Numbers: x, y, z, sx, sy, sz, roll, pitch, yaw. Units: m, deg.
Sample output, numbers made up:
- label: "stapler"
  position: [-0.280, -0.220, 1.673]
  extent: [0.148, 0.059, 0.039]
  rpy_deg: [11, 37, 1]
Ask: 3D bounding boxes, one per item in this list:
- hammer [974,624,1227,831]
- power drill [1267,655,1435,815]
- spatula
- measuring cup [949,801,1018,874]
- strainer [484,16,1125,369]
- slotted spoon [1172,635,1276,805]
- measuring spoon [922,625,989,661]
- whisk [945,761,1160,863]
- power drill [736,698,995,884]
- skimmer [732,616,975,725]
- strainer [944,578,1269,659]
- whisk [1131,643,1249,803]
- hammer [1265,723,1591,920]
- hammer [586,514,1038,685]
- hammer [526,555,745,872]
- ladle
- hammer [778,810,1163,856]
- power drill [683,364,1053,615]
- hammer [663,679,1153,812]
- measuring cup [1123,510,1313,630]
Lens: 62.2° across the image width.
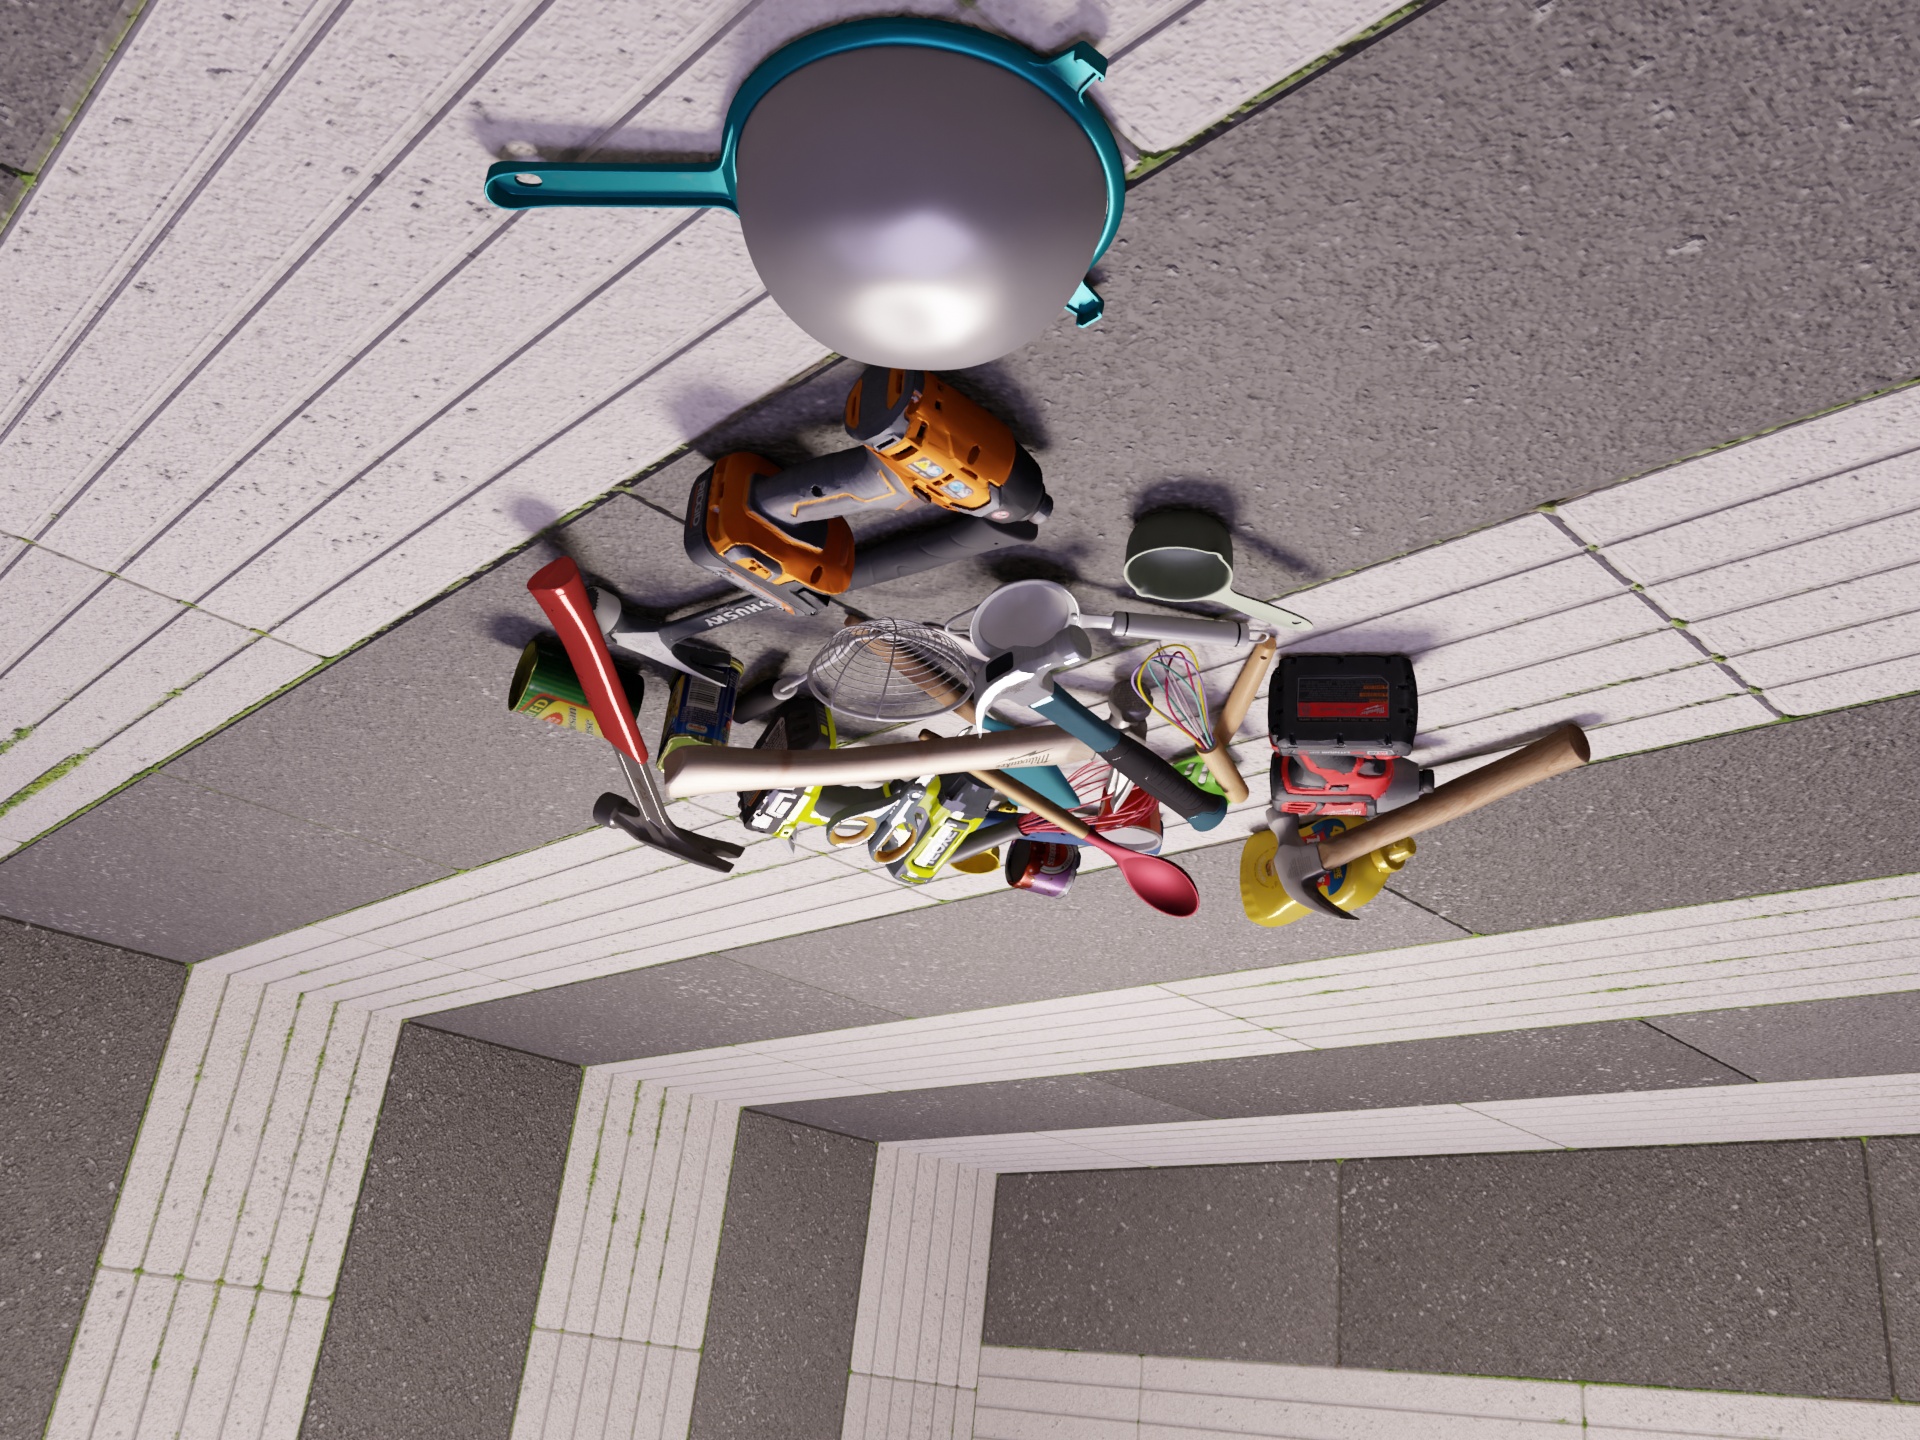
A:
- label: "hammer"
  position: [0.129, 0.022, 1.312]
  extent: [0.128, 0.033, 0.330]
  rpy_deg: [-22, 144, 30]
- label: "power drill"
  position: [0.330, 0.024, 1.344]
  extent: [0.143, 0.079, 0.219]
  rpy_deg: [0, 158, 14]
- label: "spatula"
  position: [-0.002, -0.004, 1.396]
  extent: [0.082, 0.044, 0.317]
  rpy_deg: [0, 154, 39]
- label: "measuring cup"
  position: [0.031, 0.117, 1.702]
  extent: [0.062, 0.029, 0.156]
  rpy_deg: [14, 143, -13]
- label: "strainer"
  position: [-0.087, -0.246, 0.820]
  extent: [0.340, 0.095, 0.210]
  rpy_deg: [3, 156, 6]
- label: "slotted spoon"
  position: [0.234, 0.006, 1.386]
  extent: [0.070, 0.031, 0.313]
  rpy_deg: [14, 154, 3]
- label: "measuring spoon"
  position: [0.017, -0.050, 1.326]
  extent: [0.124, 0.018, 0.034]
  rpy_deg: [23, 151, -31]
- label: "whisk"
  position: [0.076, 0.096, 1.545]
  extent: [0.296, 0.073, 0.073]
  rpy_deg: [-22, 144, 35]
- label: "power drill"
  position: [-0.083, 0.064, 1.506]
  extent: [0.223, 0.080, 0.171]
  rpy_deg: [18, 126, -28]
- label: "skimmer"
  position: [-0.114, -0.012, 1.322]
  extent: [0.127, 0.090, 0.363]
  rpy_deg: [-19, 178, -30]
- label: "strainer"
  position: [0.113, -0.075, 1.218]
  extent: [0.258, 0.050, 0.086]
  rpy_deg: [5, 136, -10]
- label: "whisk"
  position: [0.205, 0.007, 1.339]
  extent: [0.051, 0.047, 0.244]
  rpy_deg: [18, 160, 35]
- label: "hammer"
  position: [0.417, 0.086, 1.436]
  extent: [0.031, 0.130, 0.331]
  rpy_deg: [7, 152, -39]
- label: "hammer"
  position: [-0.113, -0.101, 1.228]
  extent: [0.409, 0.036, 0.149]
  rpy_deg: [-13, 151, 37]
- label: "hammer"
  position: [-0.282, 0.002, 1.335]
  extent: [0.149, 0.037, 0.358]
  rpy_deg: [18, 145, 19]
- label: "ladle"
  position: [0.093, 0.091, 1.460]
  extent: [0.315, 0.031, 0.069]
  rpy_deg: [32, 141, -16]
- label: "hammer"
  position: [0.003, 0.104, 1.631]
  extent: [0.405, 0.035, 0.144]
  rpy_deg: [6, 142, -3]
- label: "power drill"
  position: [-0.058, -0.146, 1.059]
  extent: [0.226, 0.084, 0.164]
  rpy_deg: [-20, 145, 39]
- label: "hammer"
  position: [-0.044, 0.039, 1.359]
  extent: [0.410, 0.038, 0.146]
  rpy_deg: [-5, 140, -9]
- label: "measuring cup"
  position: [0.191, -0.105, 1.137]
  extent: [0.167, 0.038, 0.083]
  rpy_deg: [19, 153, -30]
